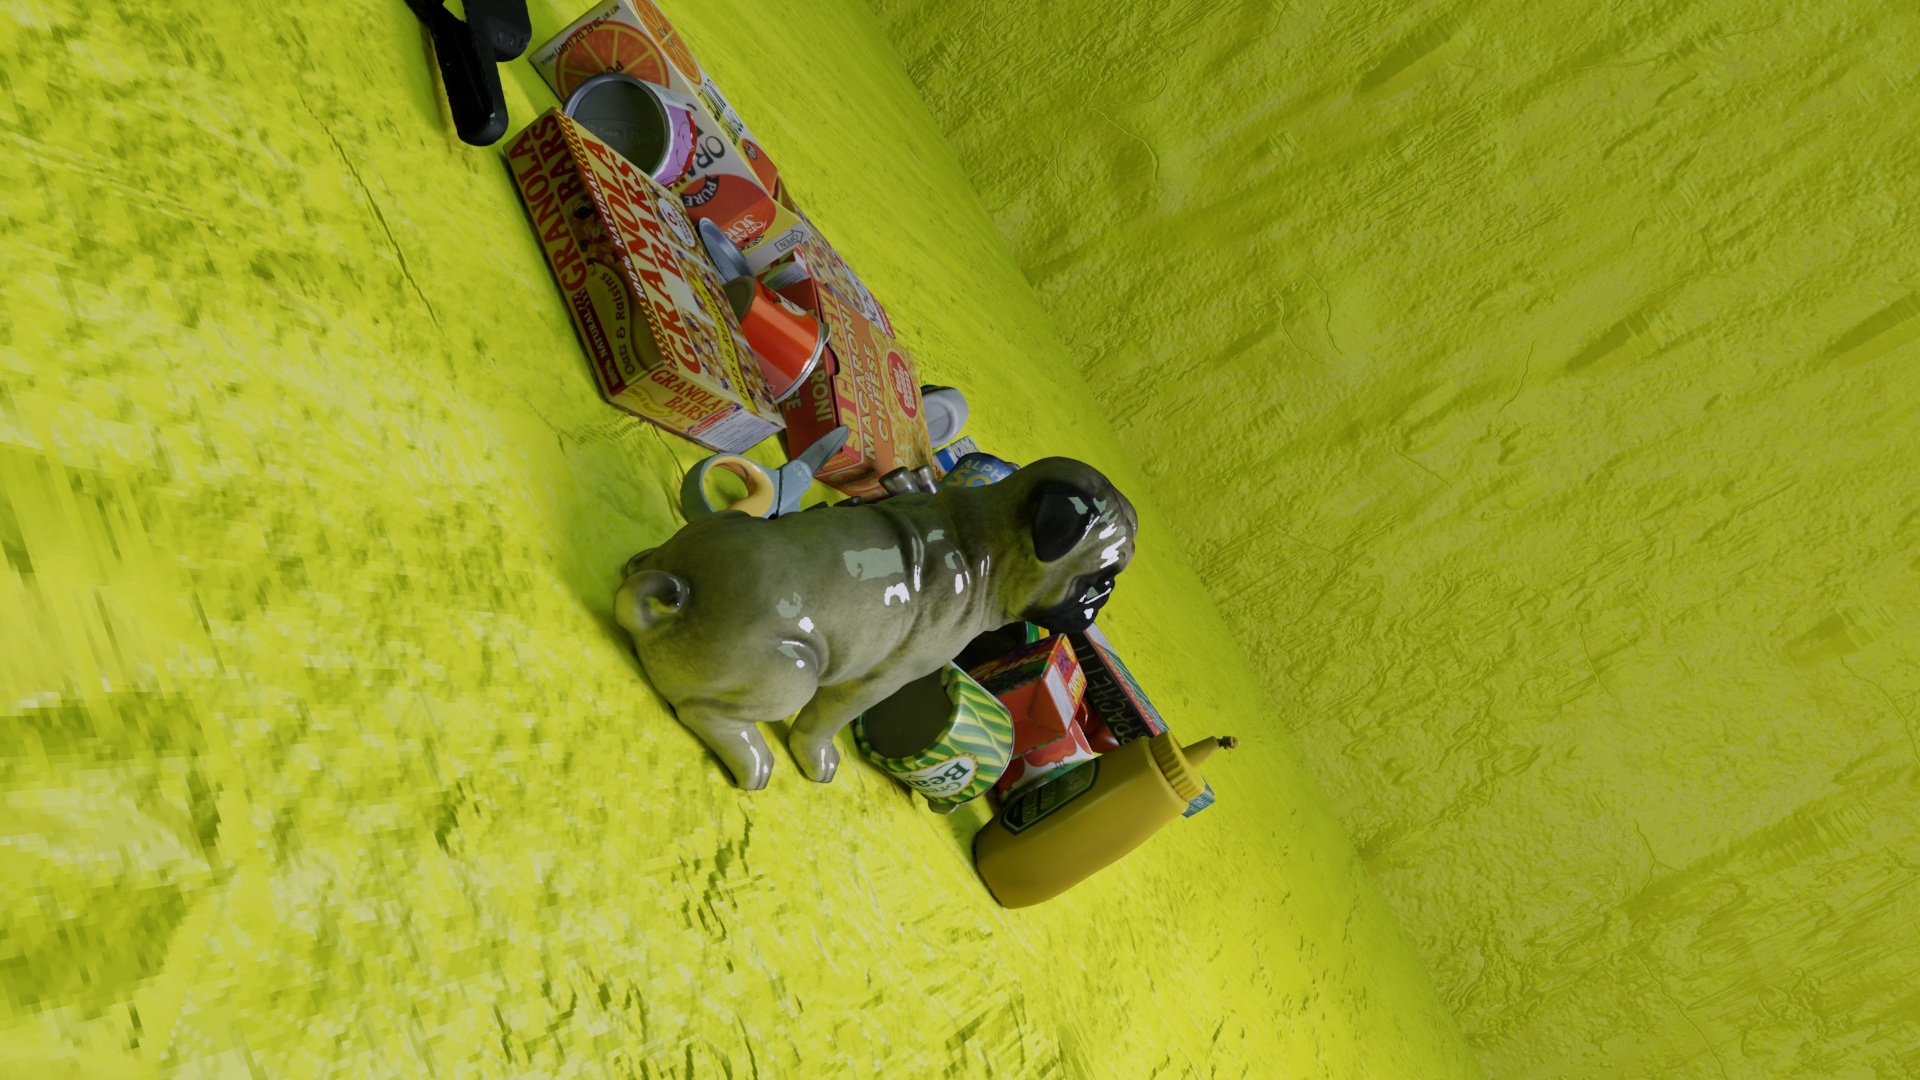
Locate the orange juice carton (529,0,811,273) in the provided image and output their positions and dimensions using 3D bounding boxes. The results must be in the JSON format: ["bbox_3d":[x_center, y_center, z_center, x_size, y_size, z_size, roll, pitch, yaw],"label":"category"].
[{"bbox_3d":[-0.181,-0.257,0.900,0.192,0.071,0.073,52,14,-25],"label":"orange juice carton"}]

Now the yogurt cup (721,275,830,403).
[{"bbox_3d":[-0.123,-0.121,0.830,0.054,0.072,0.073,38,23,-38],"label":"yogurt cup"}]

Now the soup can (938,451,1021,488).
[{"bbox_3d":[0.003,-0.012,0.960,0.071,0.071,0.084,54,51,-19],"label":"soup can"}]

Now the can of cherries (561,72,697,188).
[{"bbox_3d":[-0.196,-0.238,0.823,0.071,0.071,0.058,57,12,-8],"label":"can of cherries"}]

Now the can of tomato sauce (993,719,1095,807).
[{"bbox_3d":[0.059,0.161,0.863,0.083,0.071,0.071,64,13,25],"label":"can of tomato sauce"}]

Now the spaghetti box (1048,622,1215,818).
[{"bbox_3d":[0.116,0.111,1.085,0.050,0.028,0.251,33,18,-45],"label":"spaghetti box"}]

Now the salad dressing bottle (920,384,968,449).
[{"bbox_3d":[-0.026,-0.109,1.189,0.044,0.064,0.148,62,3,-10],"label":"salad dressing bottle"}]

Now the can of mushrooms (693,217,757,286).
[{"bbox_3d":[-0.156,-0.167,0.877,0.071,0.033,0.071,54,14,-19],"label":"can of mushrooms"}]

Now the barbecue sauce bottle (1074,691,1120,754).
[{"bbox_3d":[0.104,0.142,1.127,0.065,0.043,0.148,59,13,16],"label":"barbecue sauce bottle"}]

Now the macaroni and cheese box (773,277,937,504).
[{"bbox_3d":[-0.069,-0.093,0.952,0.166,0.040,0.124,28,48,-66],"label":"macaroni and cheese box"}]

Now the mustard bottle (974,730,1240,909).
[{"bbox_3d":[0.084,0.146,0.776,0.048,0.160,0.065,55,11,-10],"label":"mustard bottle"}]

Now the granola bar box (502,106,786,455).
[{"bbox_3d":[-0.167,-0.133,0.741,0.166,0.039,0.124,63,14,19],"label":"granola bar box"}]

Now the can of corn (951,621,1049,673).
[{"bbox_3d":[0.021,0.069,0.936,0.071,0.071,0.058,63,13,18],"label":"can of corn"}]

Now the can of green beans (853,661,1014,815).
[{"bbox_3d":[-0.014,0.098,0.729,0.057,0.071,0.071,44,19,-47],"label":"can of green beans"}]

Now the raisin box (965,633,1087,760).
[{"bbox_3d":[0.025,0.098,0.829,0.040,0.086,0.123,64,13,-3],"label":"raisin box"}]

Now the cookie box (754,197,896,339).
[{"bbox_3d":[-0.106,-0.193,1.110,0.167,0.040,0.123,46,18,-44],"label":"cookie box"}]

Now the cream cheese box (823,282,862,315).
[{"bbox_3d":[-0.092,-0.147,1.031,0.103,0.053,0.024,37,26,-58],"label":"cream cheese box"}]

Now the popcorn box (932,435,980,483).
[{"bbox_3d":[0.005,-0.041,1.183,0.085,0.038,0.127,58,13,-2],"label":"popcorn box"}]
